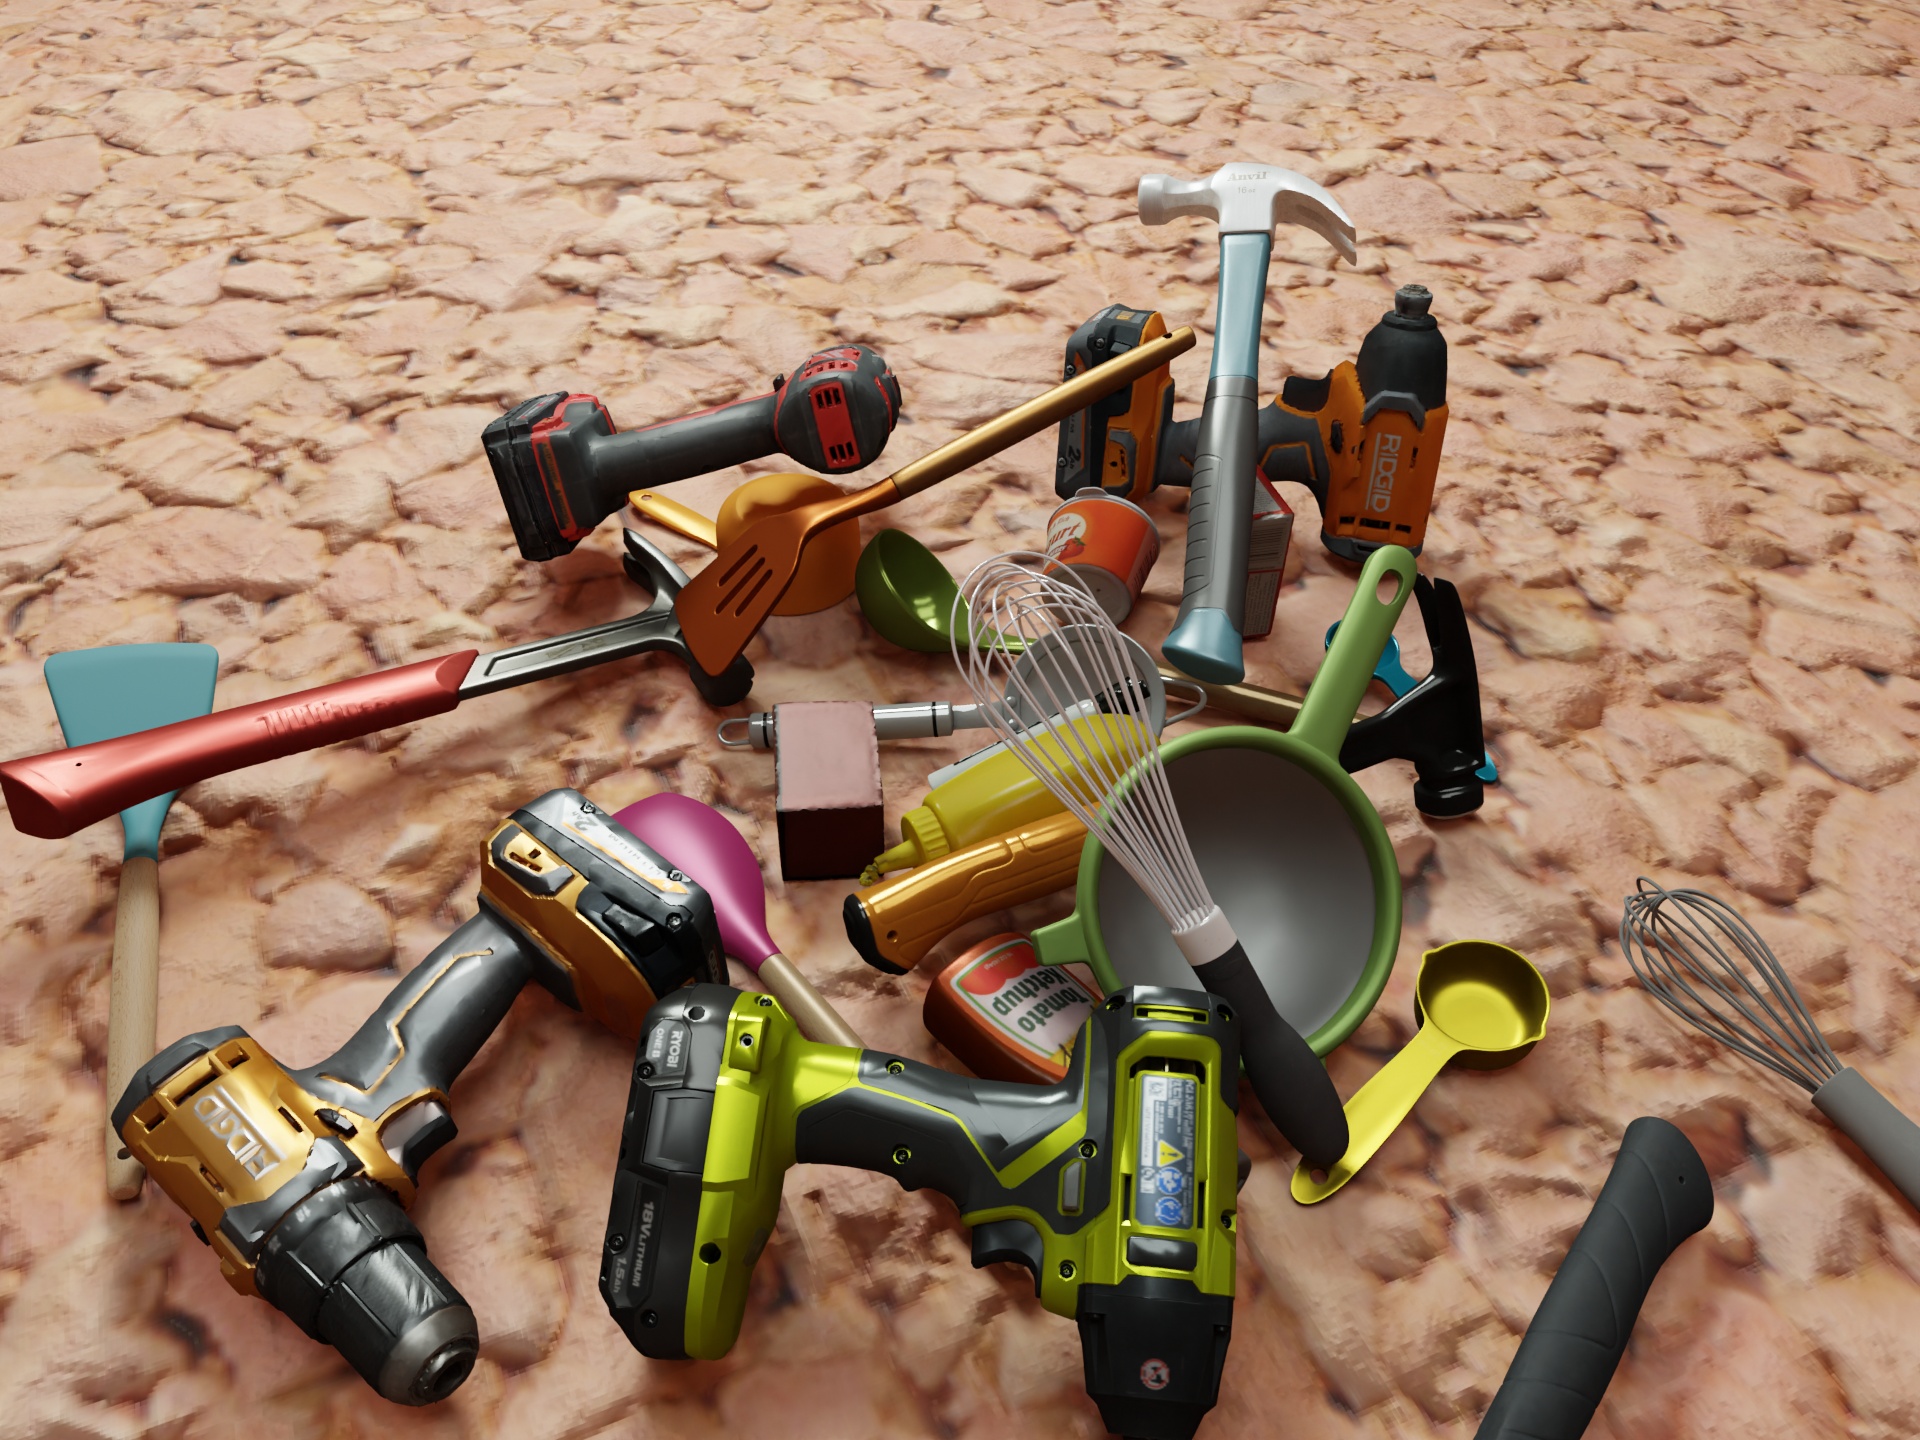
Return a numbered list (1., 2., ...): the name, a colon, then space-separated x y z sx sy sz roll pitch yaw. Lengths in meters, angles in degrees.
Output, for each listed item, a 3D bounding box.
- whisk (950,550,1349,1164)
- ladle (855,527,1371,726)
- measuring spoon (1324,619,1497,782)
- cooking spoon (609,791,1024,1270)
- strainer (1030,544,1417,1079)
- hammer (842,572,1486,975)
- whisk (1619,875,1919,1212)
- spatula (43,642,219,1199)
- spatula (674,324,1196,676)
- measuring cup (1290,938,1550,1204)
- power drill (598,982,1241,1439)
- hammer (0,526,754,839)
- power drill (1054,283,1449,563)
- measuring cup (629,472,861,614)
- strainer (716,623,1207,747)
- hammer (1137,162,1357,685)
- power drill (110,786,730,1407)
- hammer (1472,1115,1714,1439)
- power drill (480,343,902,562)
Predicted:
1. whisk: 0.081 0.060 0.639 0.070 0.070 0.284 -34 96 -32
2. ladle: 0.093 -0.040 0.877 0.320 0.062 0.078 15 24 11
3. measuring spoon: 0.247 -0.007 0.876 0.042 0.021 0.129 -22 56 -23
4. cooking spoon: -0.071 0.126 0.715 0.069 0.017 0.319 -27 49 -27
5. strainer: 0.138 0.035 0.721 0.151 0.069 0.256 30 75 -10
6. hammer: 0.102 0.036 0.752 0.337 0.127 0.034 -19 22 -16
7. whisk: 0.372 0.154 0.675 0.055 0.055 0.239 -20 50 -22
8. spatula: -0.387 0.080 0.741 0.082 0.044 0.318 -5 43 -22
9. spatula: -0.012 -0.130 0.862 0.322 0.041 0.081 -28 44 -6
10. measuring cup: 0.195 0.157 0.689 0.156 0.029 0.062 -39 56 -21
11. power drill: -0.010 0.181 0.589 0.223 0.080 0.171 4 67 4
12. hammer: -0.296 -0.018 0.825 0.359 0.036 0.149 -18 45 -31
13. power drill: 0.179 -0.191 0.965 0.226 0.164 0.084 11 30 14
14. measuring cup: -0.138 -0.126 0.967 0.174 0.052 0.095 26 48 22
15. strainer: -0.001 -0.003 0.844 0.258 0.050 0.087 -4 86 3
16. hammer: 0.147 -0.172 0.875 0.128 0.033 0.331 2 66 17
17. power drill: -0.197 0.146 0.648 0.185 0.084 0.226 32 55 29
18. hammer: 0.164 0.268 0.522 0.149 0.036 0.409 49 50 5
19. power drill: -0.145 -0.171 0.933 0.226 0.080 0.188 -12 20 5
